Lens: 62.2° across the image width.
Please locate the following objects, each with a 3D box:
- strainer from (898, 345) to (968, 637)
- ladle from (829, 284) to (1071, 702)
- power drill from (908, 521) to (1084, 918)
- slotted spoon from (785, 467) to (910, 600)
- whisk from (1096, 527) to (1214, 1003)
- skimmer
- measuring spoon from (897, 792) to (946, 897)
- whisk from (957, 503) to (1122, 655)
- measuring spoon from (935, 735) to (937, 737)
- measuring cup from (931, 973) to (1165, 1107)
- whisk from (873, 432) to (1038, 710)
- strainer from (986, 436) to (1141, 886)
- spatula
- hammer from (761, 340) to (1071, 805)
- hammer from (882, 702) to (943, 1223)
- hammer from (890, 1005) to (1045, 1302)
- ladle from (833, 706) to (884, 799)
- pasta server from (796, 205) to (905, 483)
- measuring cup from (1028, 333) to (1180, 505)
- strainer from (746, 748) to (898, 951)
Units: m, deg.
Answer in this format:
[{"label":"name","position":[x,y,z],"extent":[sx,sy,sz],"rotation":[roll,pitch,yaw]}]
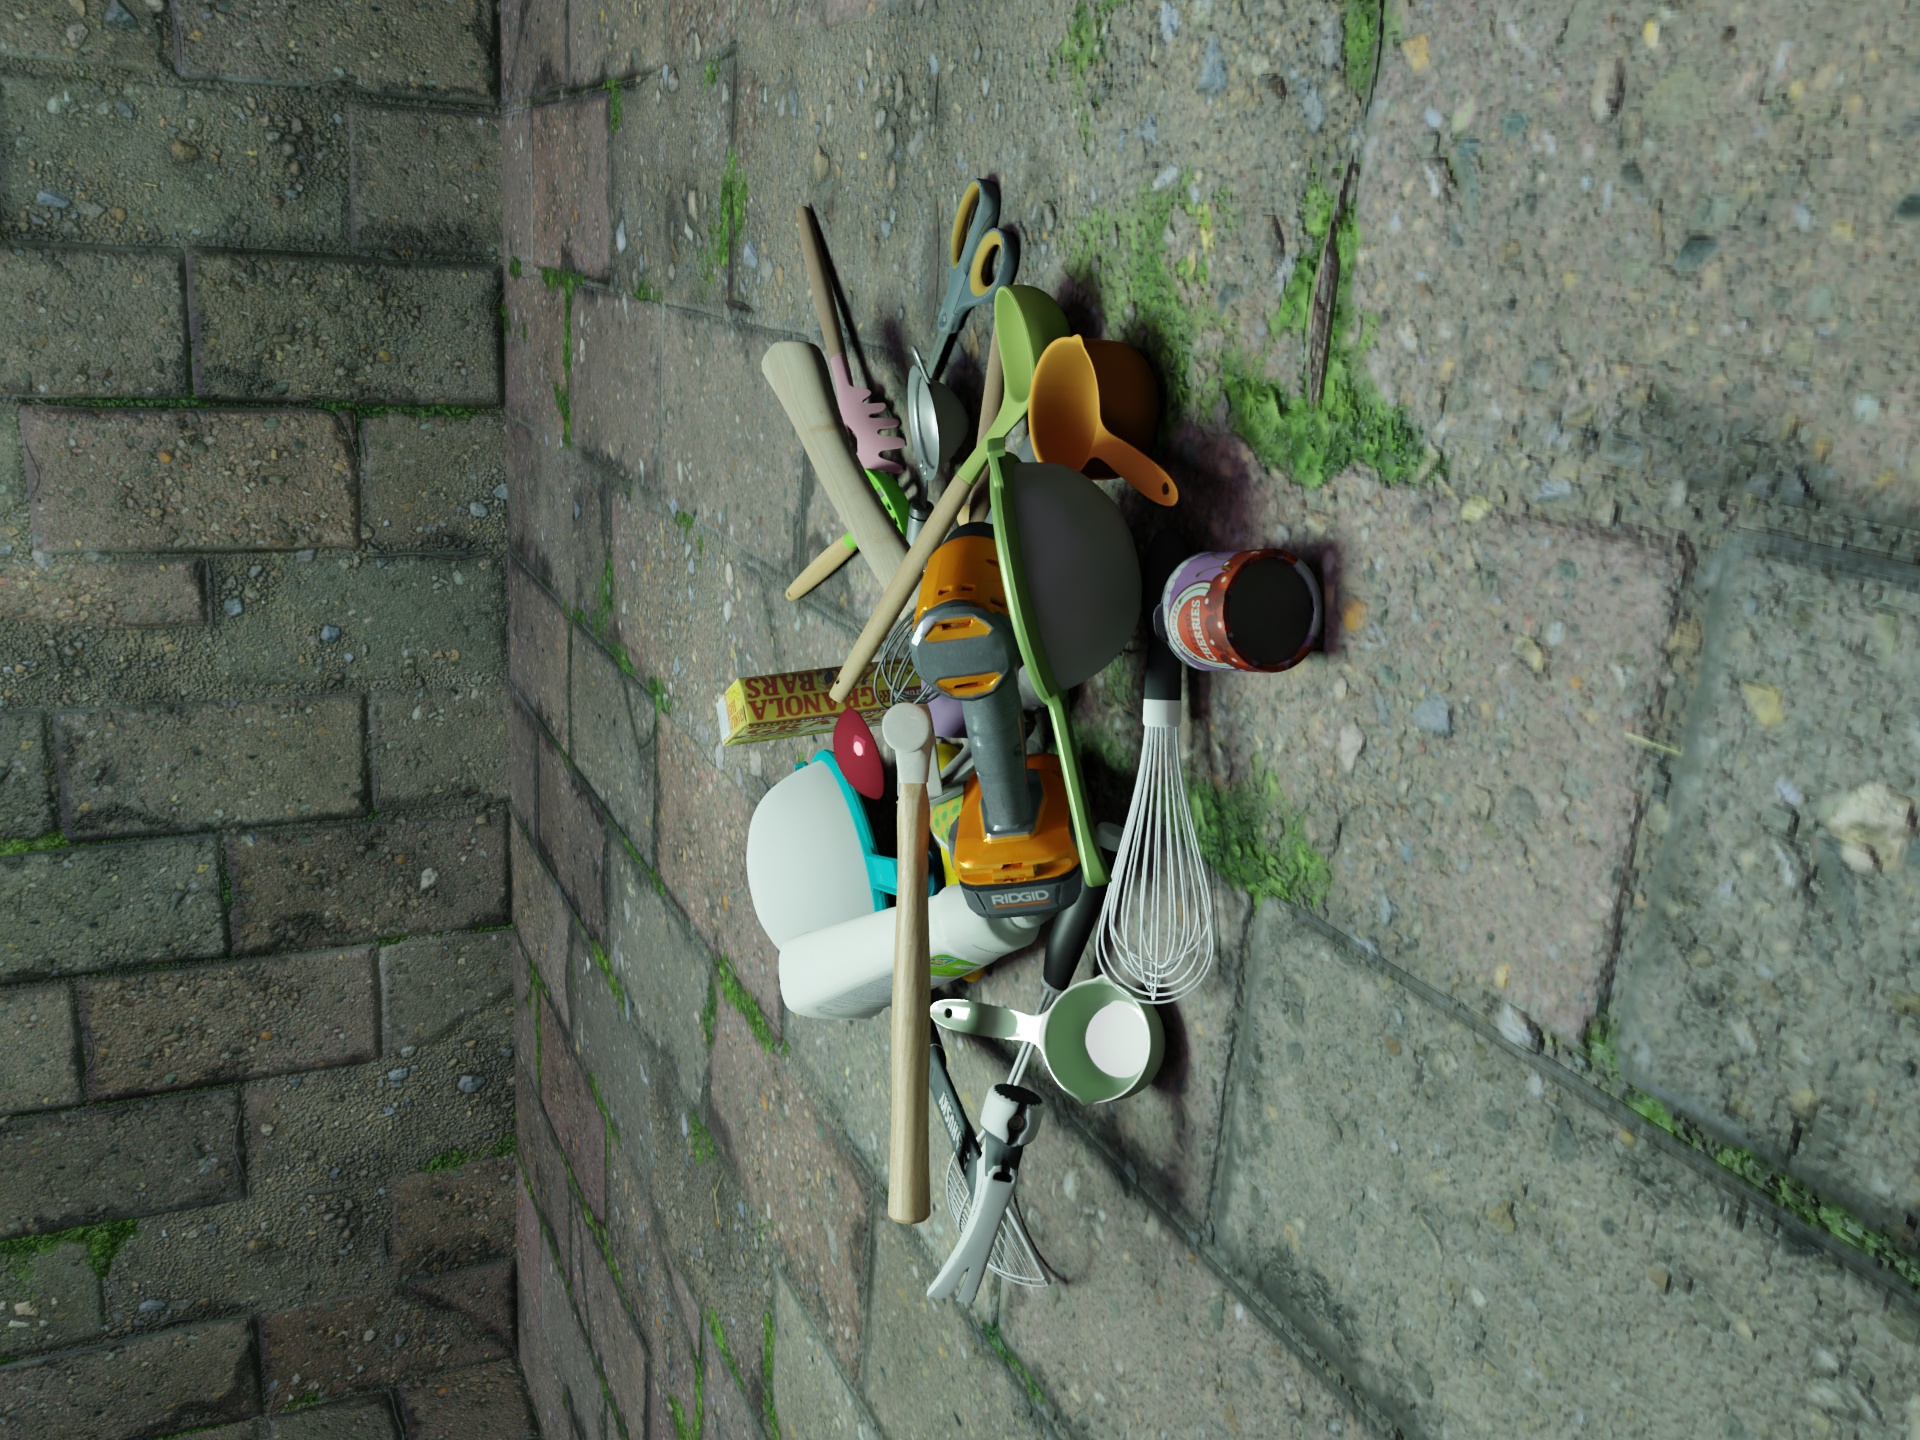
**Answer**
[{"label":"strainer","position":[-0.027,-0.171,1.234],"extent":[0.087,0.050,0.258],"rotation":[-114,26,-47]},{"label":"ladle","position":[-0.020,-0.146,1.082],"extent":[0.320,0.062,0.078],"rotation":[-58,31,20]},{"label":"power drill","position":[0.024,-0.009,0.994],"extent":[0.164,0.084,0.226],"rotation":[-82,-18,-57]},{"label":"slotted spoon","position":[-0.106,-0.153,1.409],"extent":[0.070,0.031,0.314],"rotation":[60,155,-1]},{"label":"whisk","position":[0.118,0.027,0.948],"extent":[0.070,0.070,0.284],"rotation":[5,94,64]},{"label":"skimmer","position":[0.070,0.234,1.105],"extent":[0.127,0.090,0.363],"rotation":[54,130,57]},{"label":"measuring spoon","position":[-0.029,0.098,1.311],"extent":[0.129,0.021,0.042],"rotation":[-112,30,-50]},{"label":"whisk","position":[0.050,-0.098,1.088],"extent":[0.245,0.047,0.051],"rotation":[51,126,56]},{"label":"measuring spoon","position":[-0.002,-0.004,1.240],"extent":[0.124,0.018,0.034],"rotation":[143,132,-68]},{"label":"measuring cup","position":[0.057,0.202,1.038],"extent":[0.168,0.038,0.083],"rotation":[3,81,35]},{"label":"whisk","position":[0.012,-0.109,1.058],"extent":[0.239,0.055,0.055],"rotation":[-60,32,3]},{"label":"strainer","position":[0.077,-0.036,0.911],"extent":[0.151,0.069,0.256],"rotation":[24,-126,-76]},{"label":"spatula","position":[0.013,-0.144,1.101],"extent":[0.060,0.018,0.316],"rotation":[4,83,33]},{"label":"hammer","position":[-0.066,-0.129,1.192],"extent":[0.146,0.038,0.411],"rotation":[-42,59,22]},{"label":"hammer","position":[-0.031,0.155,1.032],"extent":[0.130,0.031,0.331],"rotation":[34,-123,-87]},{"label":"hammer","position":[-0.017,0.264,1.159],"extent":[0.409,0.036,0.149],"rotation":[-135,60,-76]},{"label":"ladle","position":[-0.077,0.035,1.254],"extent":[0.315,0.031,0.069],"rotation":[108,142,-85]},{"label":"pasta server","position":[-0.103,-0.333,1.384],"extent":[0.060,0.040,0.317],"rotation":[122,140,-51]},{"label":"measuring cup","position":[0.102,-0.170,0.953],"extent":[0.174,0.052,0.095],"rotation":[51,137,47]},{"label":"strainer","position":[-0.119,0.134,1.334],"extent":[0.340,0.095,0.211],"rotation":[170,87,-74]}]
